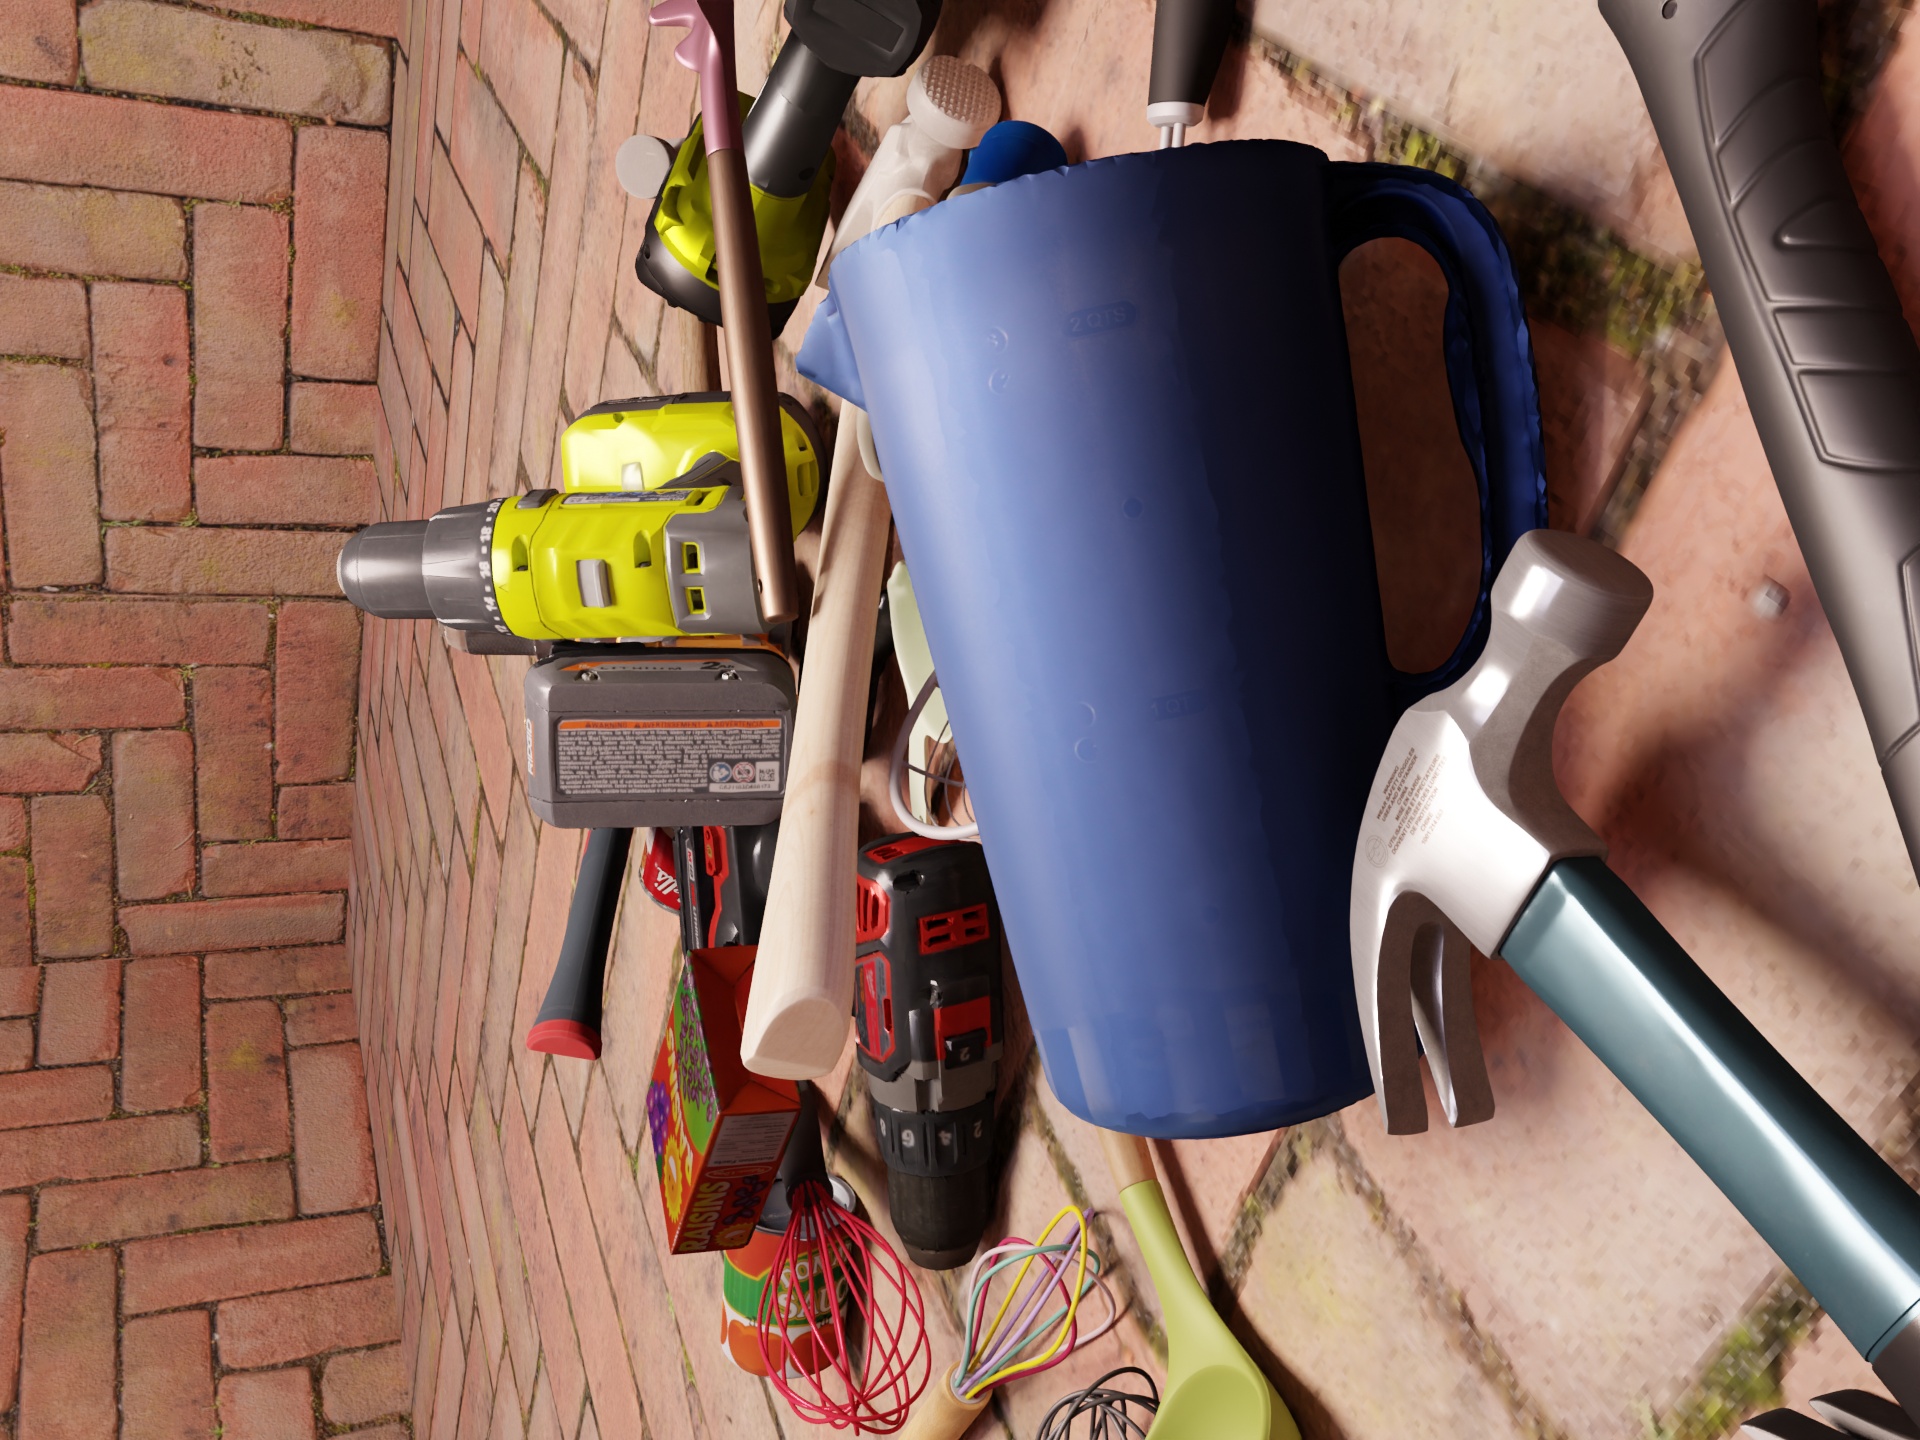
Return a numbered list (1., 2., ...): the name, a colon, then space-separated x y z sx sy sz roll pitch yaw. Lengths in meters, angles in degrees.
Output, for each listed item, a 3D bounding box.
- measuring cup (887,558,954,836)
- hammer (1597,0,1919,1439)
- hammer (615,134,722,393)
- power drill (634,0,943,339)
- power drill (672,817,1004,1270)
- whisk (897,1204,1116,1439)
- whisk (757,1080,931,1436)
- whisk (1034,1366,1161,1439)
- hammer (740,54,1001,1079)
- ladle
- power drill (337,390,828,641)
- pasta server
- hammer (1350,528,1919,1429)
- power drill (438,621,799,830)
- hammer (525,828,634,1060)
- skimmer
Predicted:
1. measuring cup: -0.001 -0.002 0.680 0.167 0.038 0.083 94 156 -49
2. hammer: 0.181 -0.009 0.305 0.146 0.035 0.335 -38 58 57
3. hammer: -0.144 -0.155 0.904 0.130 0.031 0.331 -58 -33 -70
4. power drill: -0.064 -0.294 0.709 0.223 0.080 0.171 -45 28 49
5. power drill: -0.052 0.127 0.734 0.227 0.080 0.188 17 113 58
6. whisk: 0.008 0.269 0.655 0.047 0.051 0.244 62 146 33
7. whisk: -0.069 0.234 0.752 0.296 0.073 0.073 -134 48 -72
8. whisk: 0.047 0.337 0.582 0.055 0.055 0.238 -142 51 -57
9. hammer: -0.045 -0.064 0.627 0.146 0.038 0.411 137 144 -57
10. ladle: 0.045 0.140 0.561 0.078 0.062 0.320 -50 44 39
11. power drill: -0.161 -0.095 0.748 0.229 0.190 0.080 -76 -16 -68
12. pasta server: -0.095 -0.192 0.614 0.060 0.040 0.316 151 112 -69
13. hammer: 0.169 0.108 0.257 0.331 0.033 0.128 58 138 45
14. power drill: -0.170 -0.027 0.781 0.226 0.185 0.084 -114 26 -65
15. hammer: -0.187 0.016 0.901 0.387 0.038 0.143 -90 18 -46
16. skimmer: 0.039 -0.138 0.520 0.127 0.090 0.363 -149 62 -62
